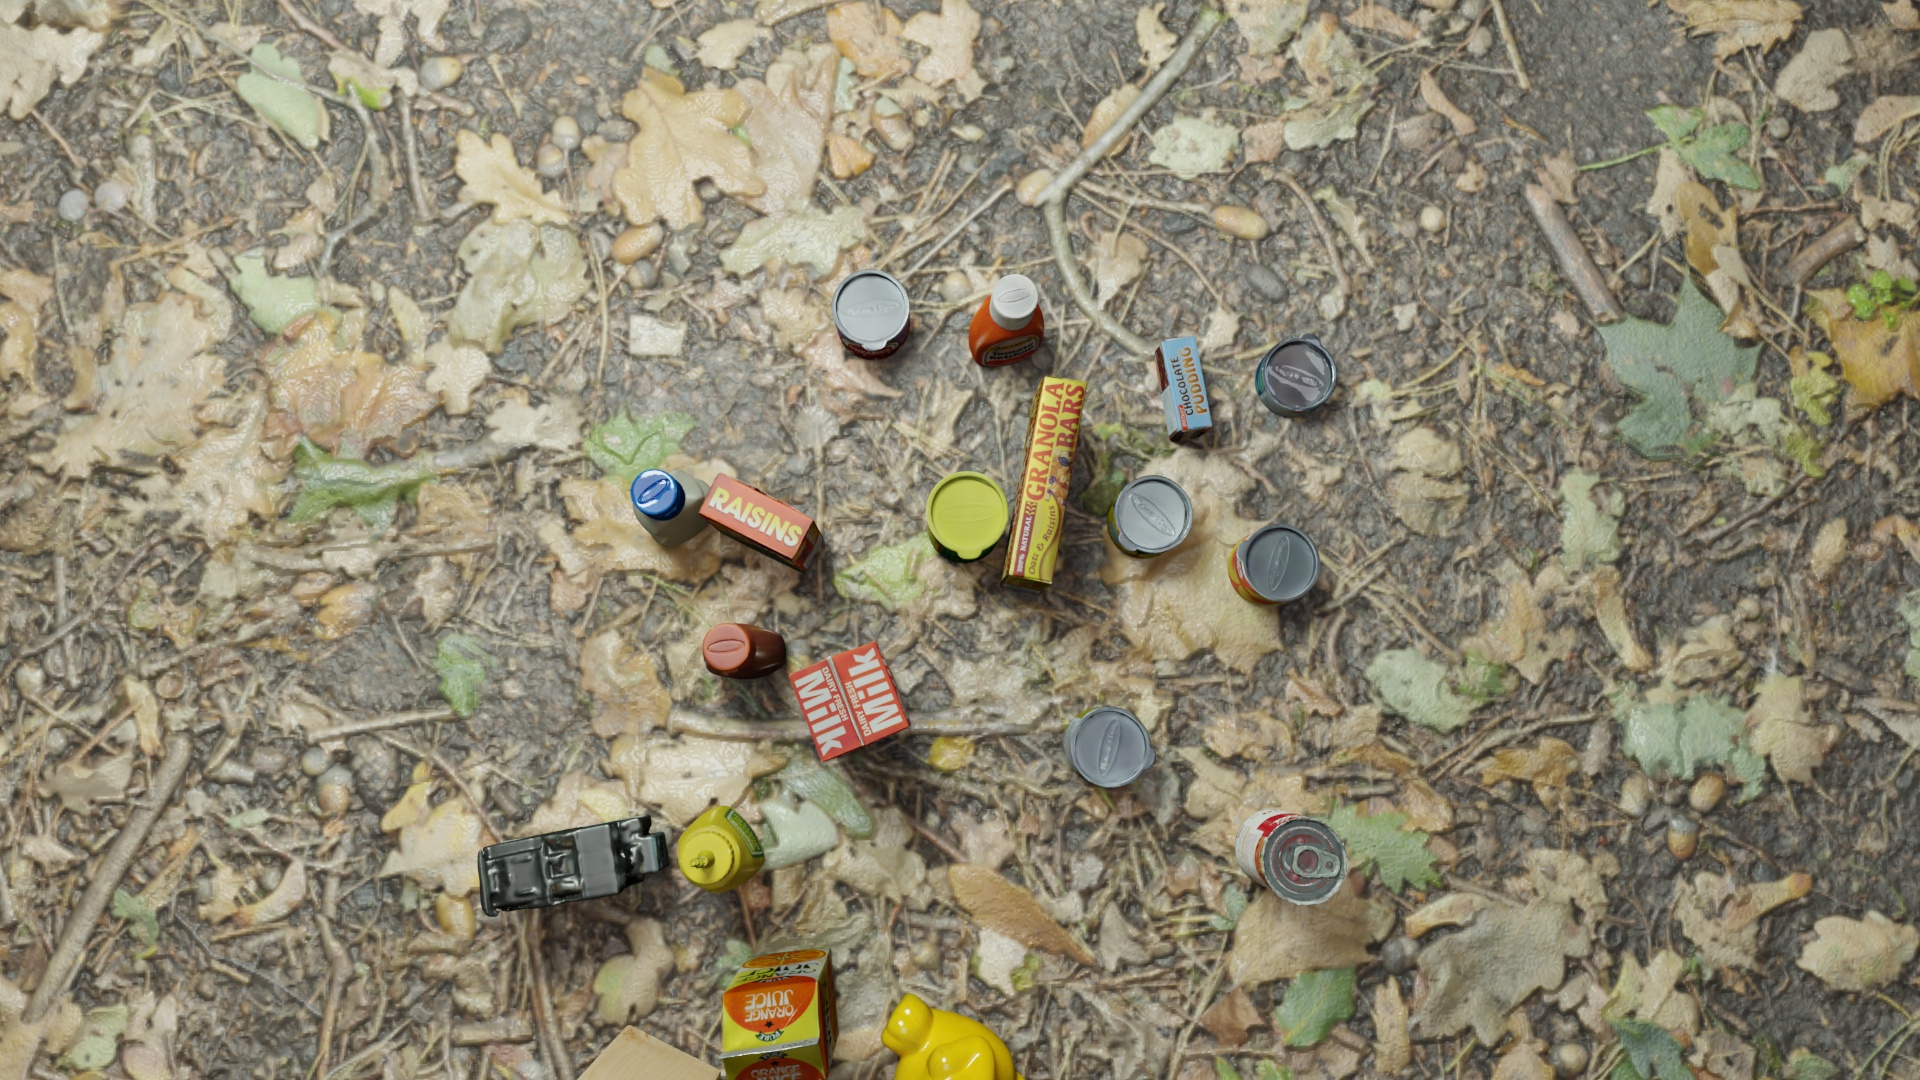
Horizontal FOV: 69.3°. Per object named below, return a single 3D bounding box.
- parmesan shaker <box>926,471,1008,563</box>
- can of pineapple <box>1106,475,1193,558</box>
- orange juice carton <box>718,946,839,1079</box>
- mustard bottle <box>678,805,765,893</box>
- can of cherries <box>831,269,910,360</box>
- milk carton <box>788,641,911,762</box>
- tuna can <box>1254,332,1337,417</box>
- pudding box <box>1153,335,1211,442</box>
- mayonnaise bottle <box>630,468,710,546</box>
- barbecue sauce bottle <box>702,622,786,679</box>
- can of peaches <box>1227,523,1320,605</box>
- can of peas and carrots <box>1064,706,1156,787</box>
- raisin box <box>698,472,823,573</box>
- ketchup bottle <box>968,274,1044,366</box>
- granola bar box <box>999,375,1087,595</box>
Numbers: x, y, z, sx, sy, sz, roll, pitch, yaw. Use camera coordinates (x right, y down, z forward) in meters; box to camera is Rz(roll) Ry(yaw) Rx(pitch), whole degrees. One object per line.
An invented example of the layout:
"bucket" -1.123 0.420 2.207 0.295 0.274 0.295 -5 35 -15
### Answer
"parmesan shaker" 0.004 -0.015 1.160 0.071 0.103 0.071 0 83 -2
"can of pineapple" 0.159 -0.018 1.188 0.071 0.058 0.071 0 83 -2
"orange juice carton" -0.137 0.367 1.062 0.072 0.192 0.073 -6 84 -2
"mustard bottle" -0.191 0.246 1.092 0.049 0.160 0.065 -37 86 -5
"can of cherries" -0.077 -0.192 1.203 0.071 0.058 0.071 0 83 -2
"milk carton" -0.085 0.127 1.095 0.073 0.190 0.072 -22 84 -4
"tuna can" 0.295 -0.145 1.221 0.071 0.033 0.071 0 83 -2
"pudding box" 0.193 -0.132 1.208 0.030 0.049 0.084 -9 83 -3
"mayonnaise bottle" -0.236 -0.030 1.132 0.065 0.148 0.041 -39 86 -5
"barbecue sauce bottle" -0.178 0.089 1.119 0.065 0.148 0.043 -6 84 -2
"can of peaches" 0.264 0.021 1.187 0.071 0.058 0.071 0 83 -2
"can of peas and carrots" 0.124 0.172 1.163 0.071 0.058 0.071 0 83 -2
"raisin box" -0.161 -0.013 1.145 0.086 0.123 0.040 27 83 2
"ketchup bottle" 0.040 -0.184 1.160 0.065 0.148 0.043 -15 84 -3
"granola bar box" 0.067 -0.042 1.155 0.039 0.124 0.165 11 83 0
